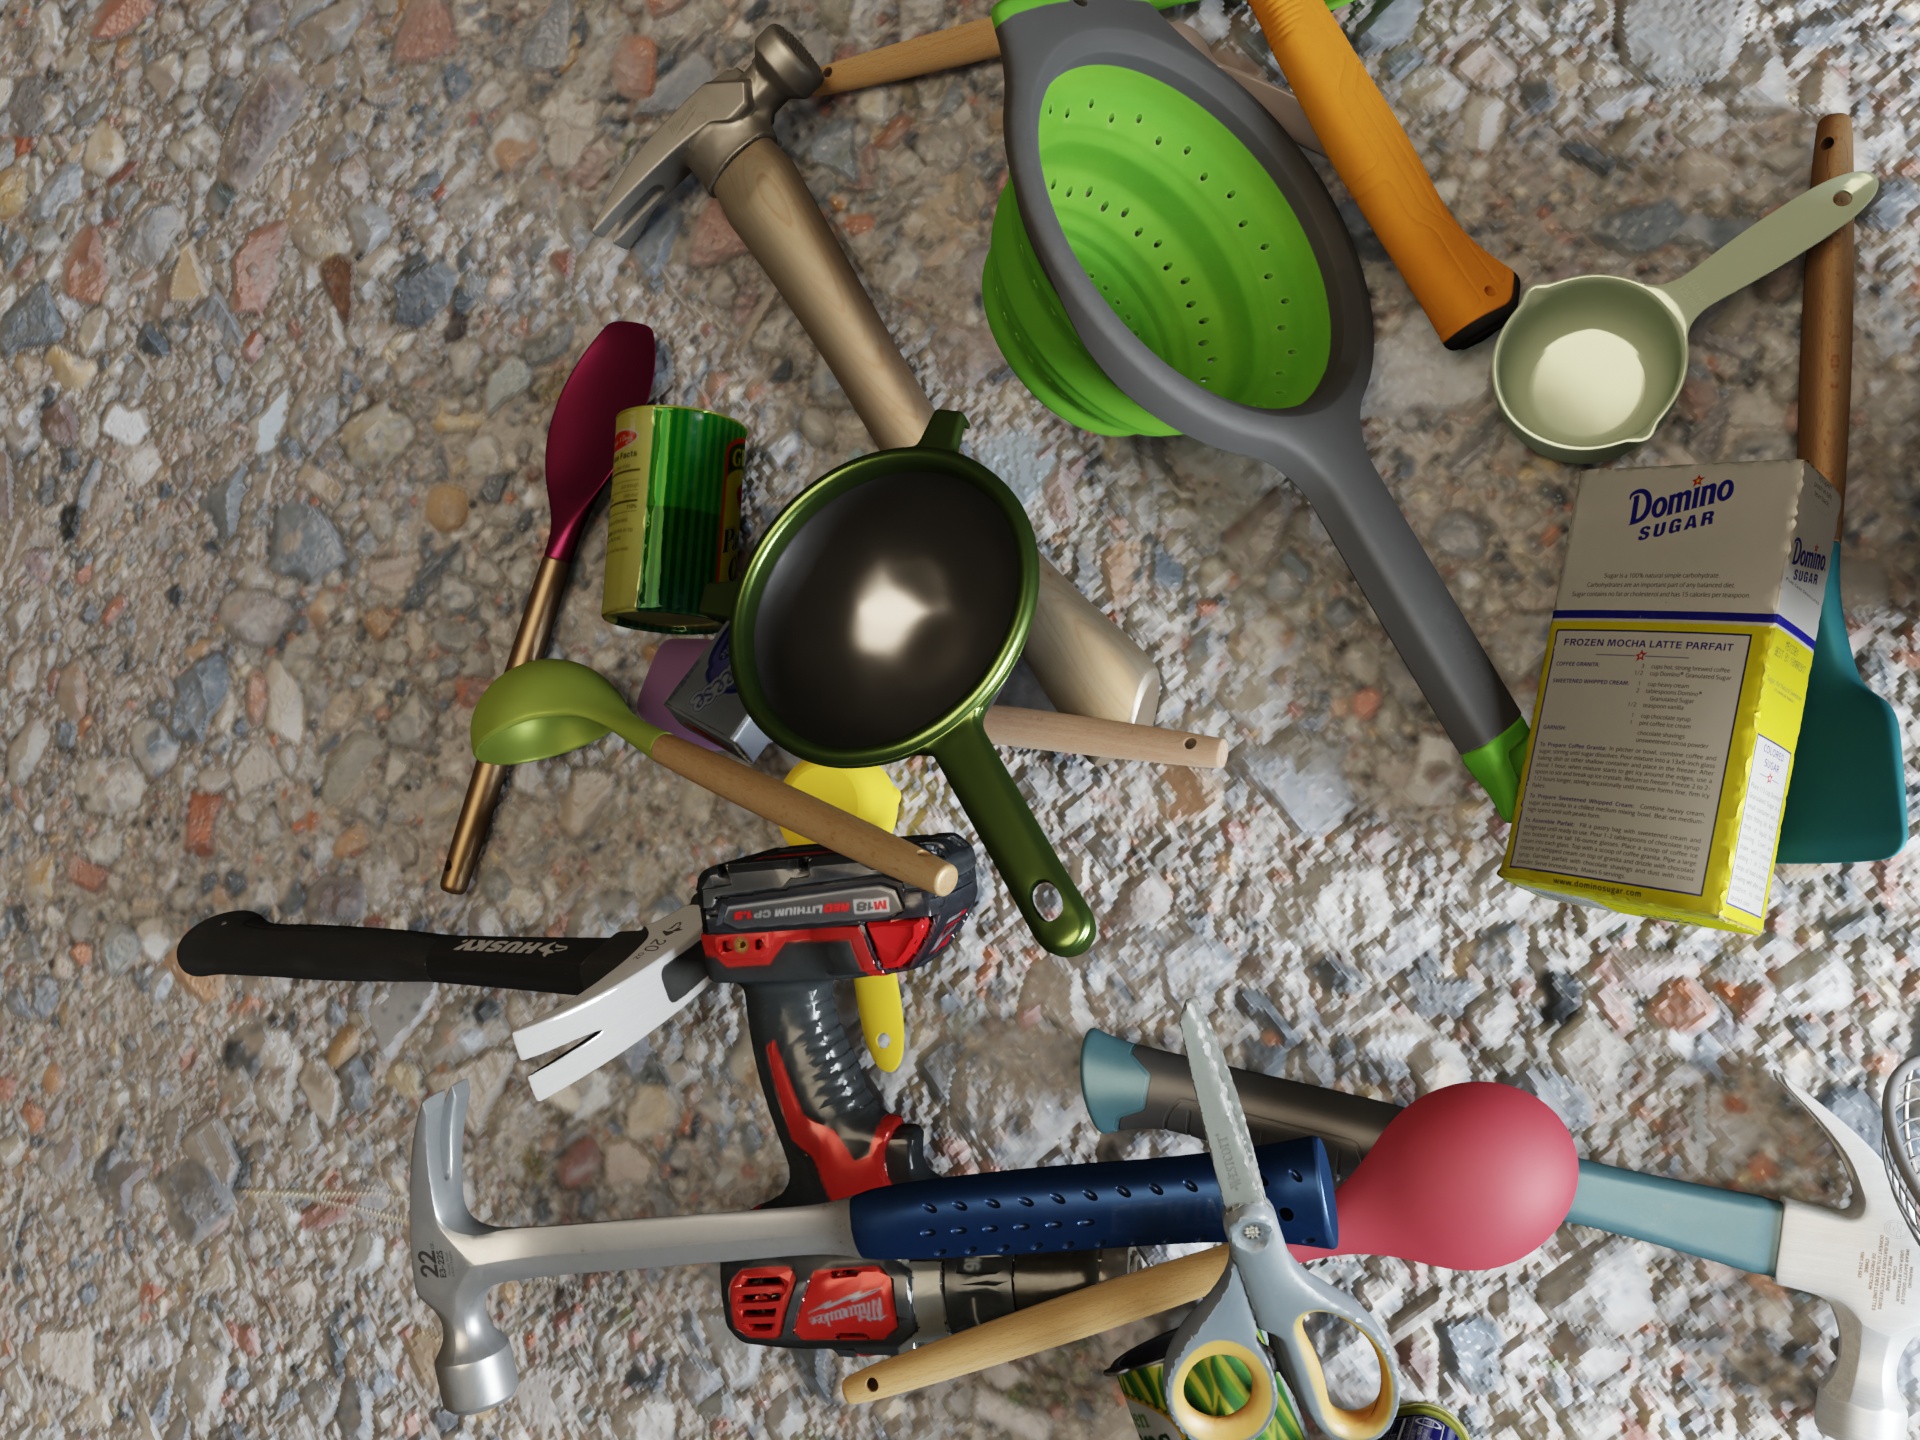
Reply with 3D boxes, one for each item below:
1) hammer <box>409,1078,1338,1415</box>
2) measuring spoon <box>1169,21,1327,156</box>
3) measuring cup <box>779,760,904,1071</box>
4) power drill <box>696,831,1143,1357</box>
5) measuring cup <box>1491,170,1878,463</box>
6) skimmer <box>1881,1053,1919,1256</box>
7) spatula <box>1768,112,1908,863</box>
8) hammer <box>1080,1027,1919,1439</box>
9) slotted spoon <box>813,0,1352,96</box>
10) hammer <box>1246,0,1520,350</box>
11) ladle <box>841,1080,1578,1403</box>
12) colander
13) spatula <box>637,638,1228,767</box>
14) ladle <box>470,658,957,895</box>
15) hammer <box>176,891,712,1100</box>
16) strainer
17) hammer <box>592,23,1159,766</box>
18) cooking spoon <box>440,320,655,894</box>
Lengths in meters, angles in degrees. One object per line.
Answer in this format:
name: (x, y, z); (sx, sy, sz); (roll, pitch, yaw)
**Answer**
hammer: (-0.053, 0.204, 0.657); (0.405, 0.035, 0.144); (-10, 93, 17)
measuring spoon: (0.136, -0.289, 0.746); (0.124, 0.034, 0.018); (34, 55, 17)
measuring cup: (-0.052, 0.089, 0.756); (0.062, 0.029, 0.157); (-16, 75, 17)
power drill: (-0.022, 0.167, 0.701); (0.188, 0.080, 0.227); (-6, 90, 16)
measuring cup: (0.303, -0.170, 0.666); (0.167, 0.038, 0.083); (-33, 72, 10)
skimmer: (0.392, 0.041, 0.573); (0.127, 0.090, 0.363); (8, 80, -15)
spatula: (0.342, -0.098, 0.636); (0.082, 0.044, 0.317); (-4, 77, 49)
hammer: (0.206, 0.182, 0.648); (0.331, 0.033, 0.128); (9, 86, 21)
slotted spoon: (0.066, -0.352, 0.785); (0.314, 0.031, 0.070); (-6, 80, 21)
hammer: (0.140, -0.309, 0.699); (0.127, 0.034, 0.337); (-28, 86, -22)
ladle: (0.093, 0.222, 0.639); (0.315, 0.031, 0.069); (-24, 75, 12)
colander: (0.118, -0.122, 0.694); (0.094, 0.204, 0.397); (-32, 87, 48)
spatula: (-0.026, -0.002, 0.748); (0.316, 0.018, 0.060); (7, 69, 28)
ladle: (-0.119, 0.032, 0.718); (0.320, 0.078, 0.062); (20, 109, 41)
hammer: (-0.271, 0.121, 0.791); (0.335, 0.146, 0.035); (-2, 113, 28)
strainer: (-0.001, -0.002, 0.686); (0.151, 0.069, 0.257); (-36, 60, 10)
hammer: (-0.039, -0.148, 0.783); (0.146, 0.038, 0.411); (-38, 73, 19)
cooking spoon: (-0.223, -0.061, 0.848); (0.069, 0.017, 0.319); (16, 88, 35)
